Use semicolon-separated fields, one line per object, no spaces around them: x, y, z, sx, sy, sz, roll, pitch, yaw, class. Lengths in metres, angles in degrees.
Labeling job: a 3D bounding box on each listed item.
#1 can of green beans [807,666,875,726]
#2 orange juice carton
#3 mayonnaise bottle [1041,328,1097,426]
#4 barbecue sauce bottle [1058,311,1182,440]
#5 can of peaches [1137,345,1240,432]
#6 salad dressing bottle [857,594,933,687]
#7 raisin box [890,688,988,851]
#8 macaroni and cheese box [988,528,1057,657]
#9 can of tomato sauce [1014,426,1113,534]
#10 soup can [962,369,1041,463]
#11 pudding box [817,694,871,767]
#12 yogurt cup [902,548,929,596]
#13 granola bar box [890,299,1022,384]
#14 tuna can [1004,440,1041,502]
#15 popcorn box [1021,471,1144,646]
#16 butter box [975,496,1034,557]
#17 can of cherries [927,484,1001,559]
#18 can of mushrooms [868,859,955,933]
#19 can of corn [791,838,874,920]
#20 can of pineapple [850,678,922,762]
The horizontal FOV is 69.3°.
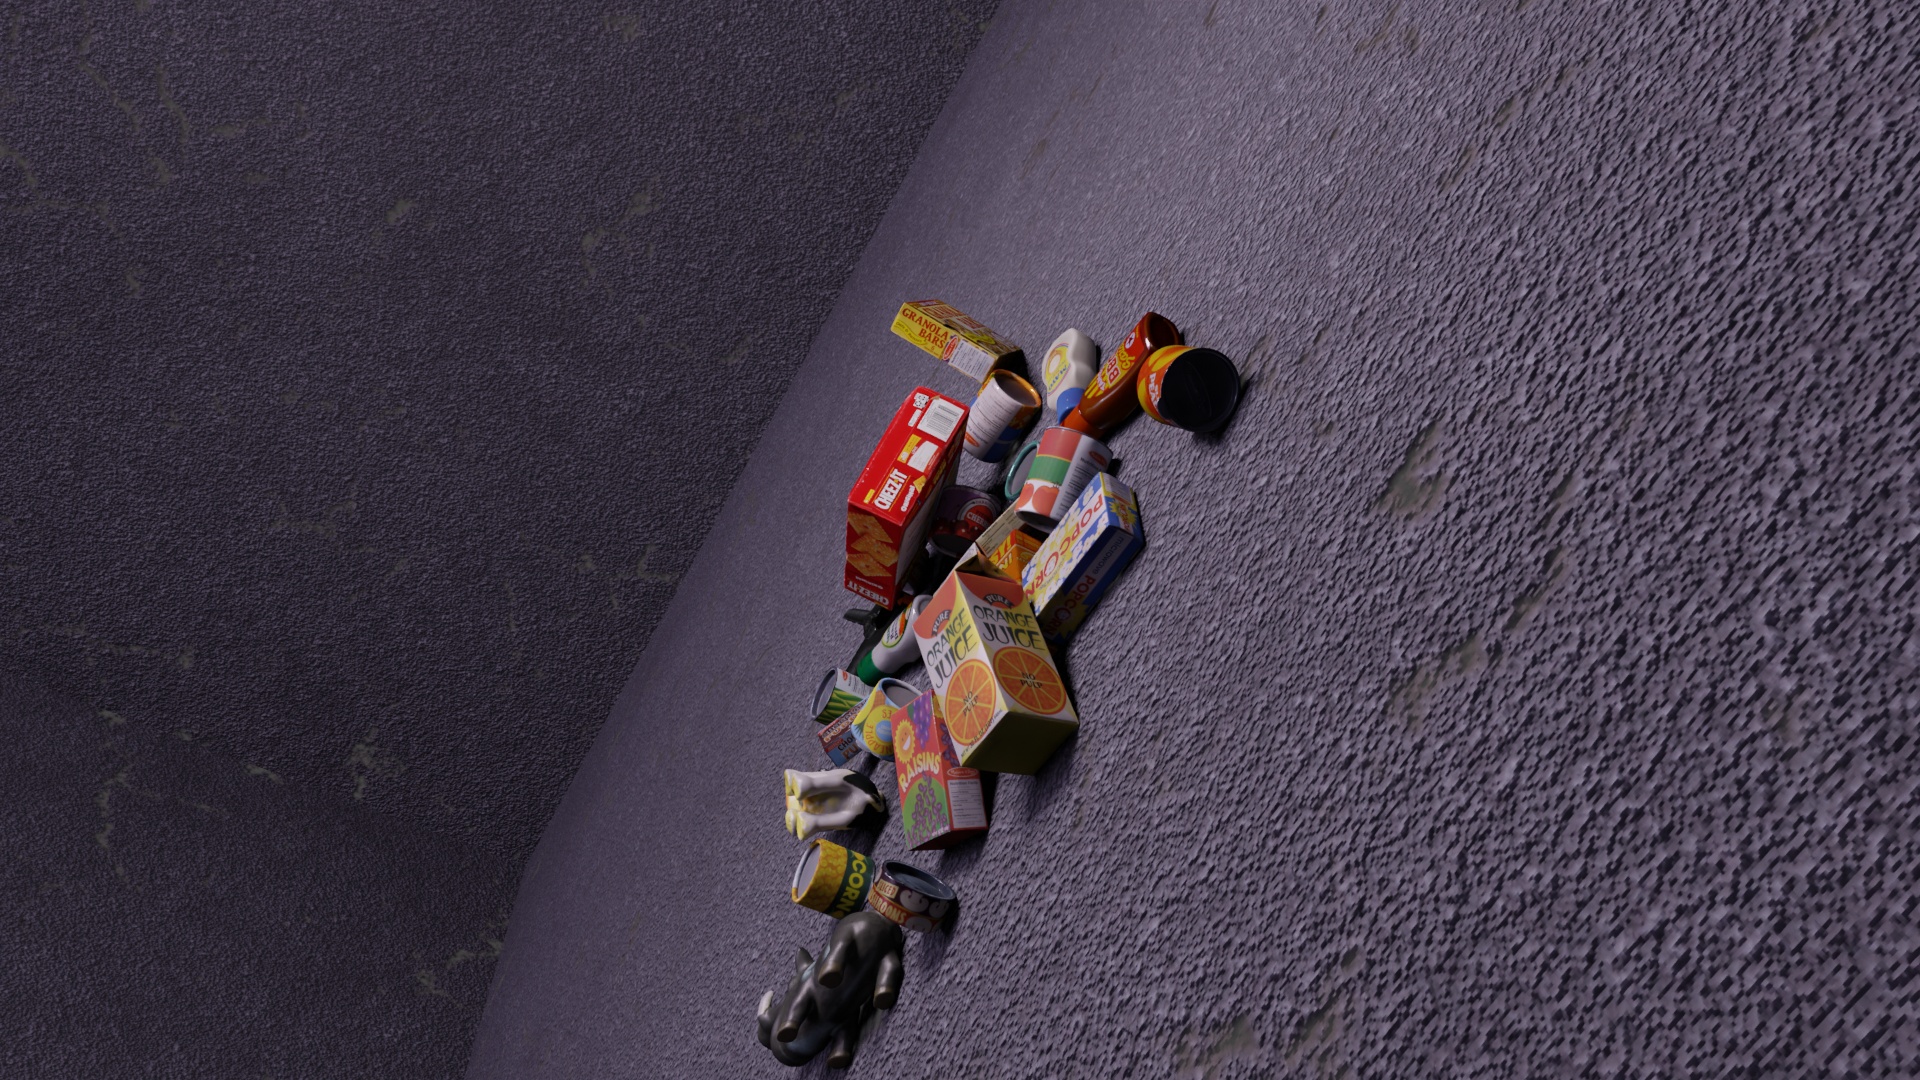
-0.132;0.185;1.588;0.071;0.058;0.071;-54;20;29;can of green beans
0.020;0.093;1.143;0.071;0.073;0.193;-53;40;31;orange juice carton
0.112;-0.156;1.394;0.064;0.041;0.149;-52;20;28;mayonnaise bottle
0.144;-0.139;1.272;0.147;0.043;0.065;-50;23;40;barbecue sauce bottle
0.177;-0.120;1.099;0.071;0.071;0.058;-63;16;3;can of peaches
-0.066;0.114;1.521;0.147;0.044;0.064;-47;22;44;salad dressing bottle
-0.019;0.197;1.195;0.085;0.040;0.124;-42;52;54;raisin box
0.035;0.083;1.273;0.123;0.040;0.167;-54;20;27;macaroni and cheese box
0.092;-0.051;1.256;0.083;0.071;0.071;-68;17;-12;can of tomato sauce
0.042;-0.138;1.539;0.083;0.071;0.072;-53;20;30;soup can
-0.109;0.201;1.490;0.084;0.030;0.050;-36;17;-3;pudding box
-0.072;0.028;1.635;0.054;0.072;0.072;-63;15;-25;yogurt cup
-0.001;-0.234;1.616;0.039;0.124;0.166;-60;-5;15;granola bar box
0.073;-0.063;1.388;0.070;0.033;0.071;-53;20;29;tuna can
0.102;0.015;1.177;0.126;0.038;0.085;-54;20;28;popcorn box
0.062;-0.024;1.338;0.053;0.024;0.103;-29;-12;-43;butter box
0.005;-0.018;1.468;0.071;0.071;0.058;-30;37;61;can of cherries
-0.042;0.293;1.143;0.033;0.071;0.071;-65;17;2;can of mushrooms
-0.123;0.330;1.348;0.071;0.058;0.071;-54;19;29;can of corn
-0.068;0.180;1.389;0.057;0.071;0.071;-58;18;17;can of pineapple
